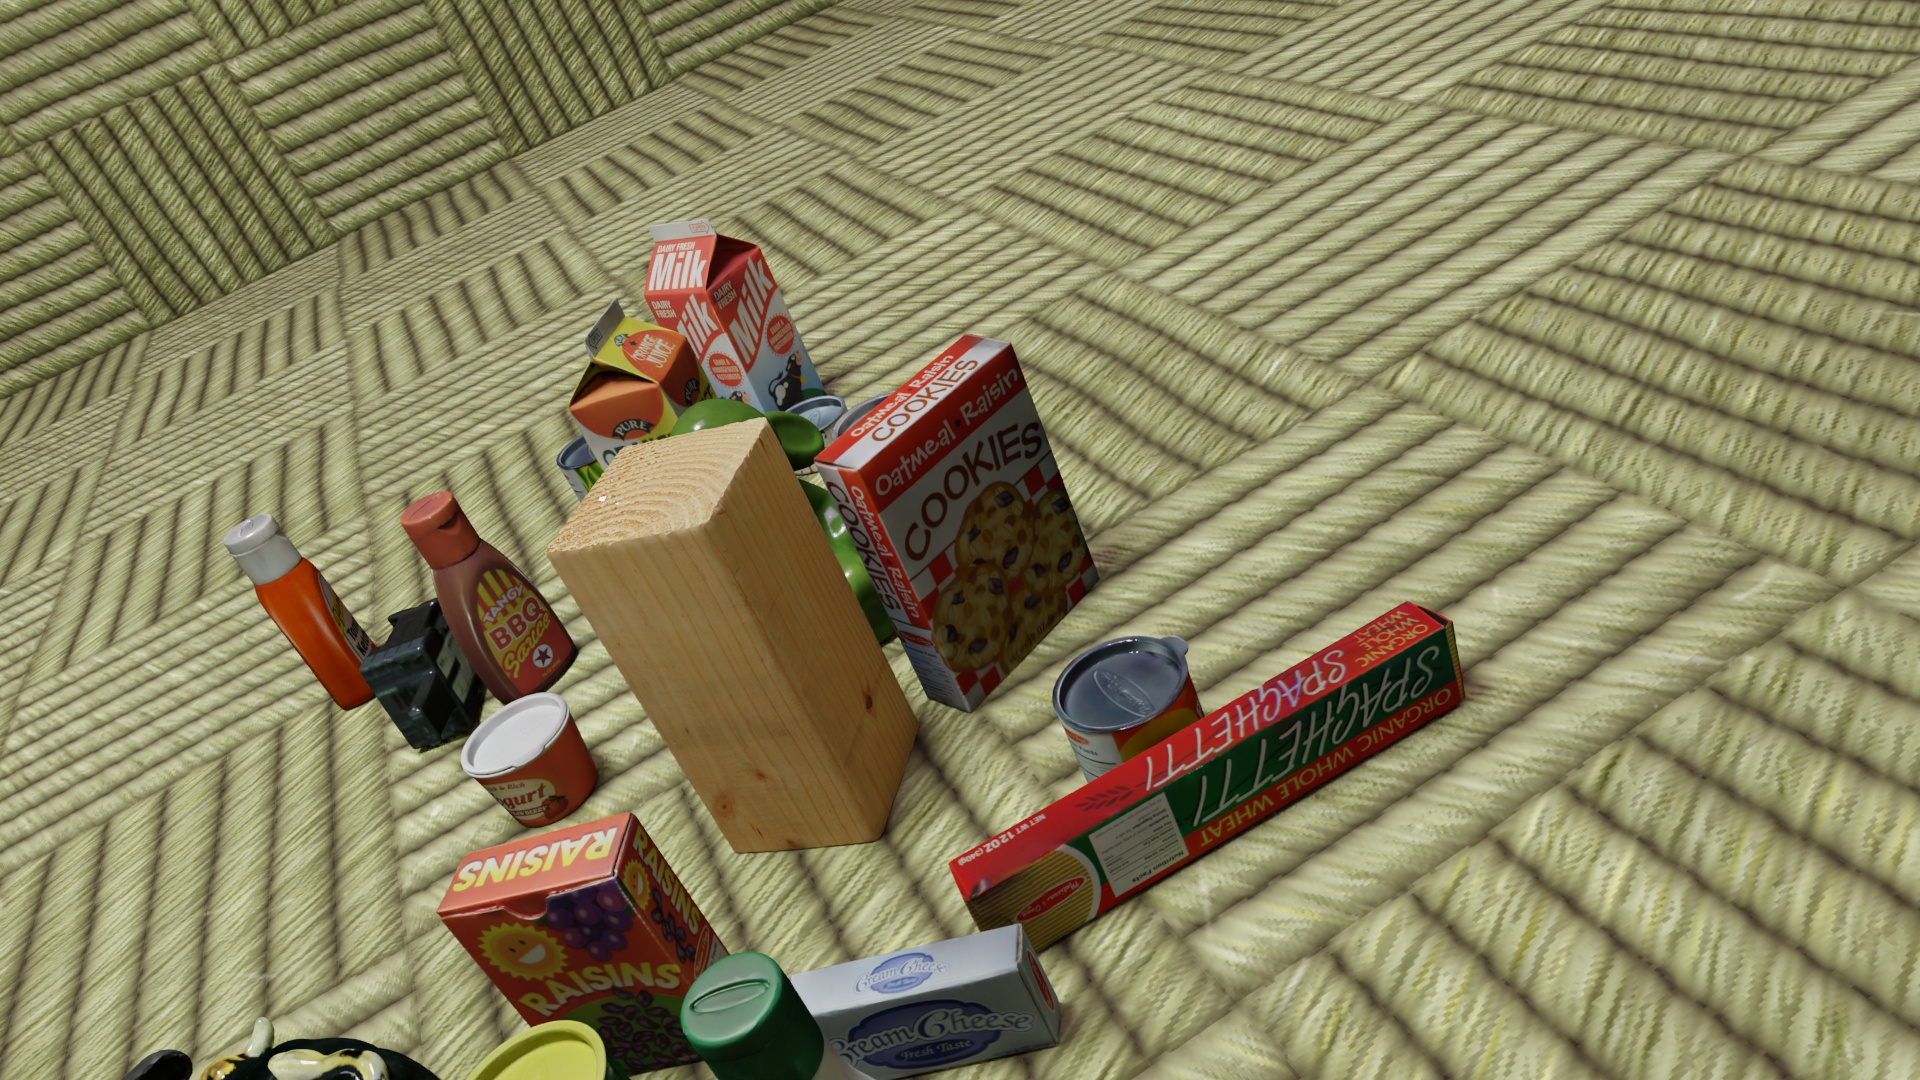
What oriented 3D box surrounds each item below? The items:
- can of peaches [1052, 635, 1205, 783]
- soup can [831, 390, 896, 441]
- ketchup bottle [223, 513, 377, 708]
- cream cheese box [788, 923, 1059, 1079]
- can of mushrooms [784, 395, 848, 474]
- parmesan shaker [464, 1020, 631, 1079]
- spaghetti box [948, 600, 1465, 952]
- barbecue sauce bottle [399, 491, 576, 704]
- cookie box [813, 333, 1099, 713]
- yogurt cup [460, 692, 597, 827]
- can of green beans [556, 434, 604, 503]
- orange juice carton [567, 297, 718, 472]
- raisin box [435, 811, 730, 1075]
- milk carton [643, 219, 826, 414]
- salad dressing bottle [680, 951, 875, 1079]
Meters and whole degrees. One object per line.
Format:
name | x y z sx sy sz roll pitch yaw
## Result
can of peaches | 0.086 0.087 0.666 0.071 0.057 0.071 -17 31 11
soup can | -0.038 -0.049 0.932 0.071 0.083 0.072 -17 31 11
ketchup bottle | -0.472 0.050 1.004 0.043 0.148 0.065 -28 31 -8
cream cheese box | -0.015 0.194 0.573 0.104 0.053 0.024 -16 31 12
can of mushrooms | -0.117 -0.082 1.085 0.071 0.033 0.071 -17 31 11
parmesan shaker | -0.145 0.244 0.532 0.071 0.102 0.072 -17 31 11
spaghetti box | 0.115 0.107 0.624 0.250 0.050 0.029 -28 31 -8
barbecue sauce bottle | -0.316 0.036 0.921 0.043 0.148 0.065 3 40 37
cookie box | 0.003 -0.010 0.764 0.040 0.166 0.123 13 46 45
yogurt cup | -0.252 0.132 0.824 0.072 0.053 0.073 -17 31 11
can of green beans | -0.285 -0.055 1.130 0.071 0.057 0.071 -17 31 11
orange juice carton | -0.209 -0.074 0.978 0.073 0.192 0.072 -13 32 16
raisin box | -0.158 0.183 0.615 0.086 0.123 0.040 -15 32 13
milk carton | -0.184 -0.169 1.110 0.072 0.189 0.074 3 39 37
salad dressing bottle | -0.050 0.205 0.487 0.064 0.147 0.044 -18 31 9
